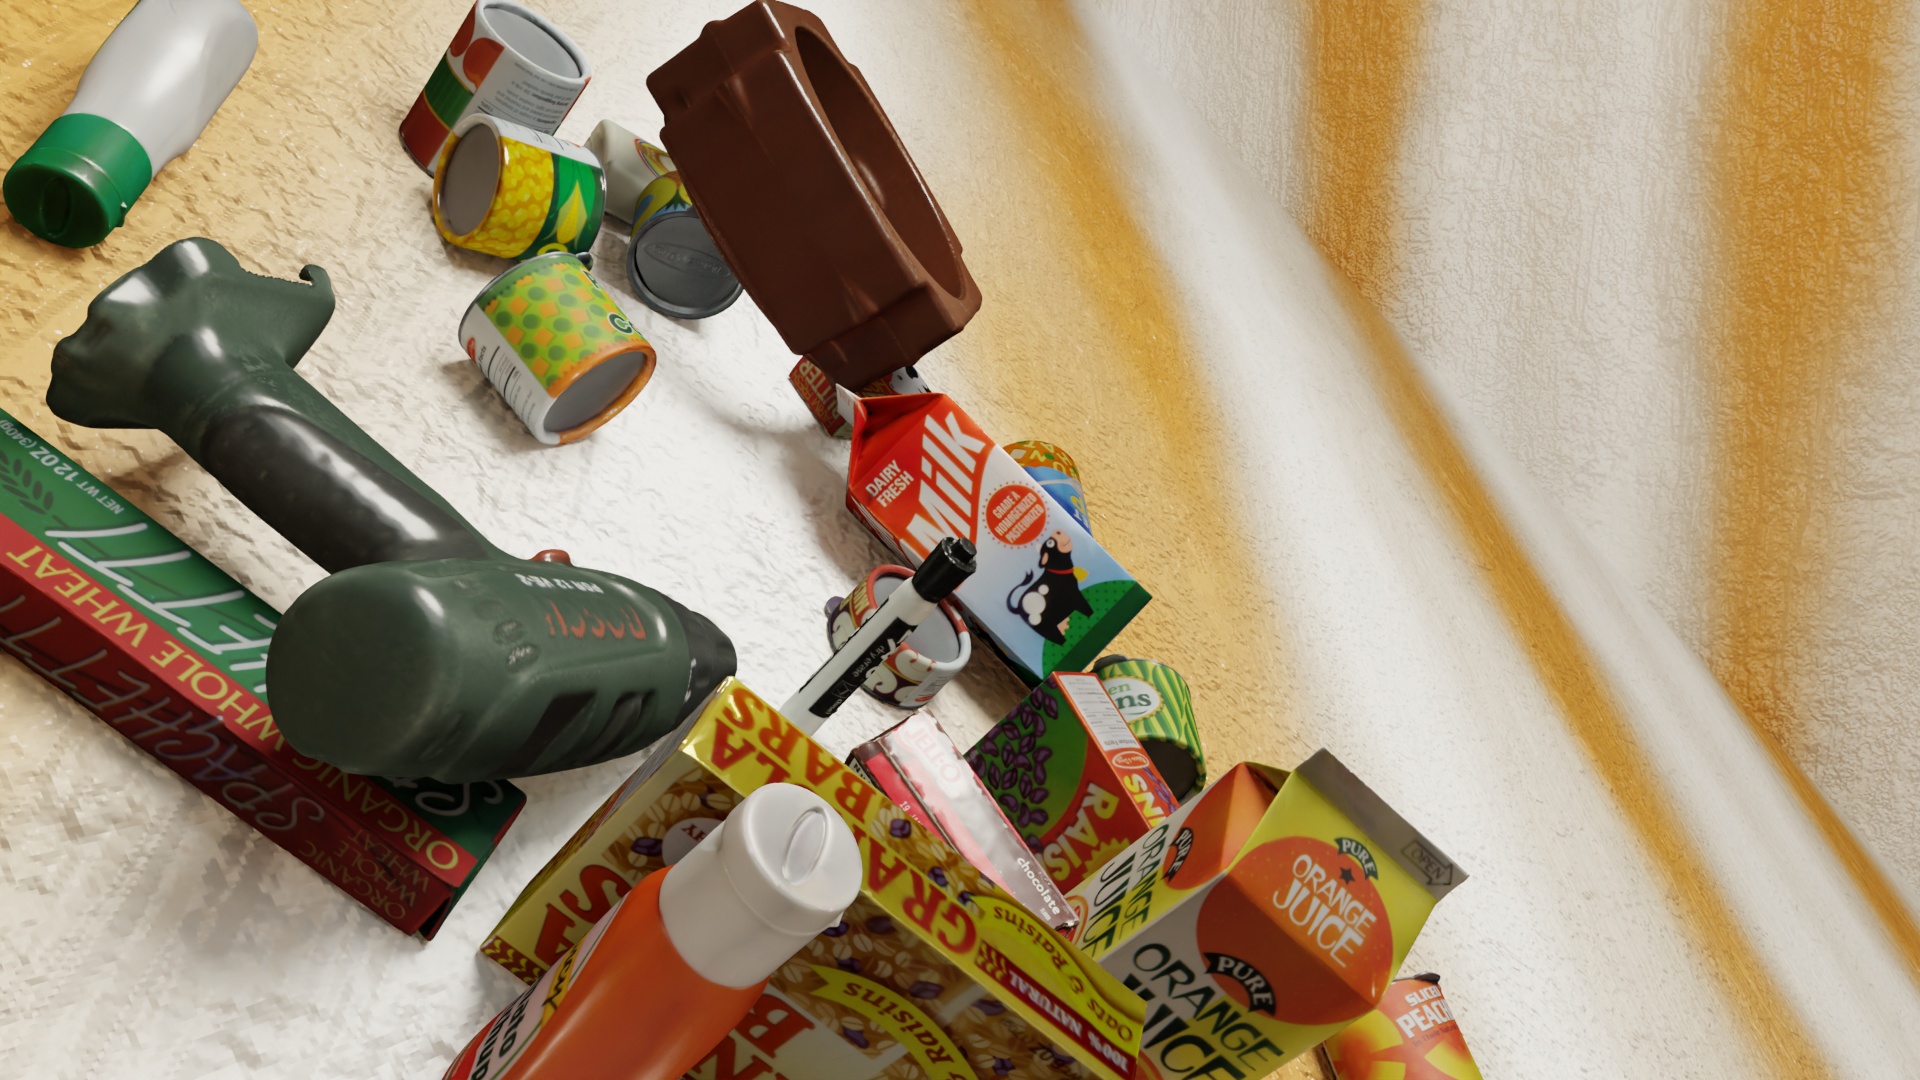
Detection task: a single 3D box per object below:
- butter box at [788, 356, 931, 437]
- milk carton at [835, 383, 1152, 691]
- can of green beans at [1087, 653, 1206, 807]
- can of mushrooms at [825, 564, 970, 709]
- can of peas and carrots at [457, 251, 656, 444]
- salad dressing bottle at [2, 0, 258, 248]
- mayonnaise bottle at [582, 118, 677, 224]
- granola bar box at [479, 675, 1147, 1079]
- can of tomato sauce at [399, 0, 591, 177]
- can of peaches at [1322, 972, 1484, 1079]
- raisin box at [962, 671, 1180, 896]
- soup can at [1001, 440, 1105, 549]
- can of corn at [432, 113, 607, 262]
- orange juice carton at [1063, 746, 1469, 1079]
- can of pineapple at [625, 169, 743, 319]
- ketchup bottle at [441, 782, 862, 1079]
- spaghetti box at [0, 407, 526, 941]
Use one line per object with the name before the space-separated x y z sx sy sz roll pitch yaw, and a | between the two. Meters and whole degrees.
butter box | -0.053 -0.087 0.848 0.104 0.024 0.053 -2 52 -55
milk carton | 0.003 -0.009 0.733 0.190 0.073 0.072 45 -9 1
can of green beans | 0.092 0.105 0.728 0.071 0.071 0.058 32 29 -23
can of mushrooms | -0.031 0.045 0.679 0.071 0.033 0.071 33 29 -21
can of peas and carrots | -0.178 -0.087 0.623 0.059 0.070 0.071 49 27 9
salad dressing bottle | -0.327 -0.172 0.552 0.044 0.064 0.148 23 40 -23
mayonnaise bottle | -0.157 -0.199 0.844 0.148 0.041 0.065 22 32 -36
granola bar box | -0.045 0.134 0.427 0.165 0.123 0.039 40 31 -9
can of tomato sauce | -0.243 -0.231 0.725 0.071 0.082 0.071 34 28 -21
can of peaches | 0.218 0.256 0.682 0.071 0.071 0.058 25 33 -34
raisin box | 0.054 0.132 0.613 0.040 0.086 0.124 9 43 -52
soup can | 0.047 -0.011 0.828 0.071 0.071 0.084 32 29 -24
can of corn | -0.220 -0.170 0.692 0.058 0.071 0.071 7 44 -50
orange juice carton | 0.087 0.151 0.512 0.072 0.192 0.073 43 27 -5
can of pineapple | -0.151 -0.168 0.778 0.071 0.070 0.058 29 29 -28
ketchup bottle | -0.084 0.120 0.368 0.043 0.148 0.065 41 26 -10
spaghetti box | -0.244 0.025 0.414 0.250 0.028 0.050 39 26 -9
